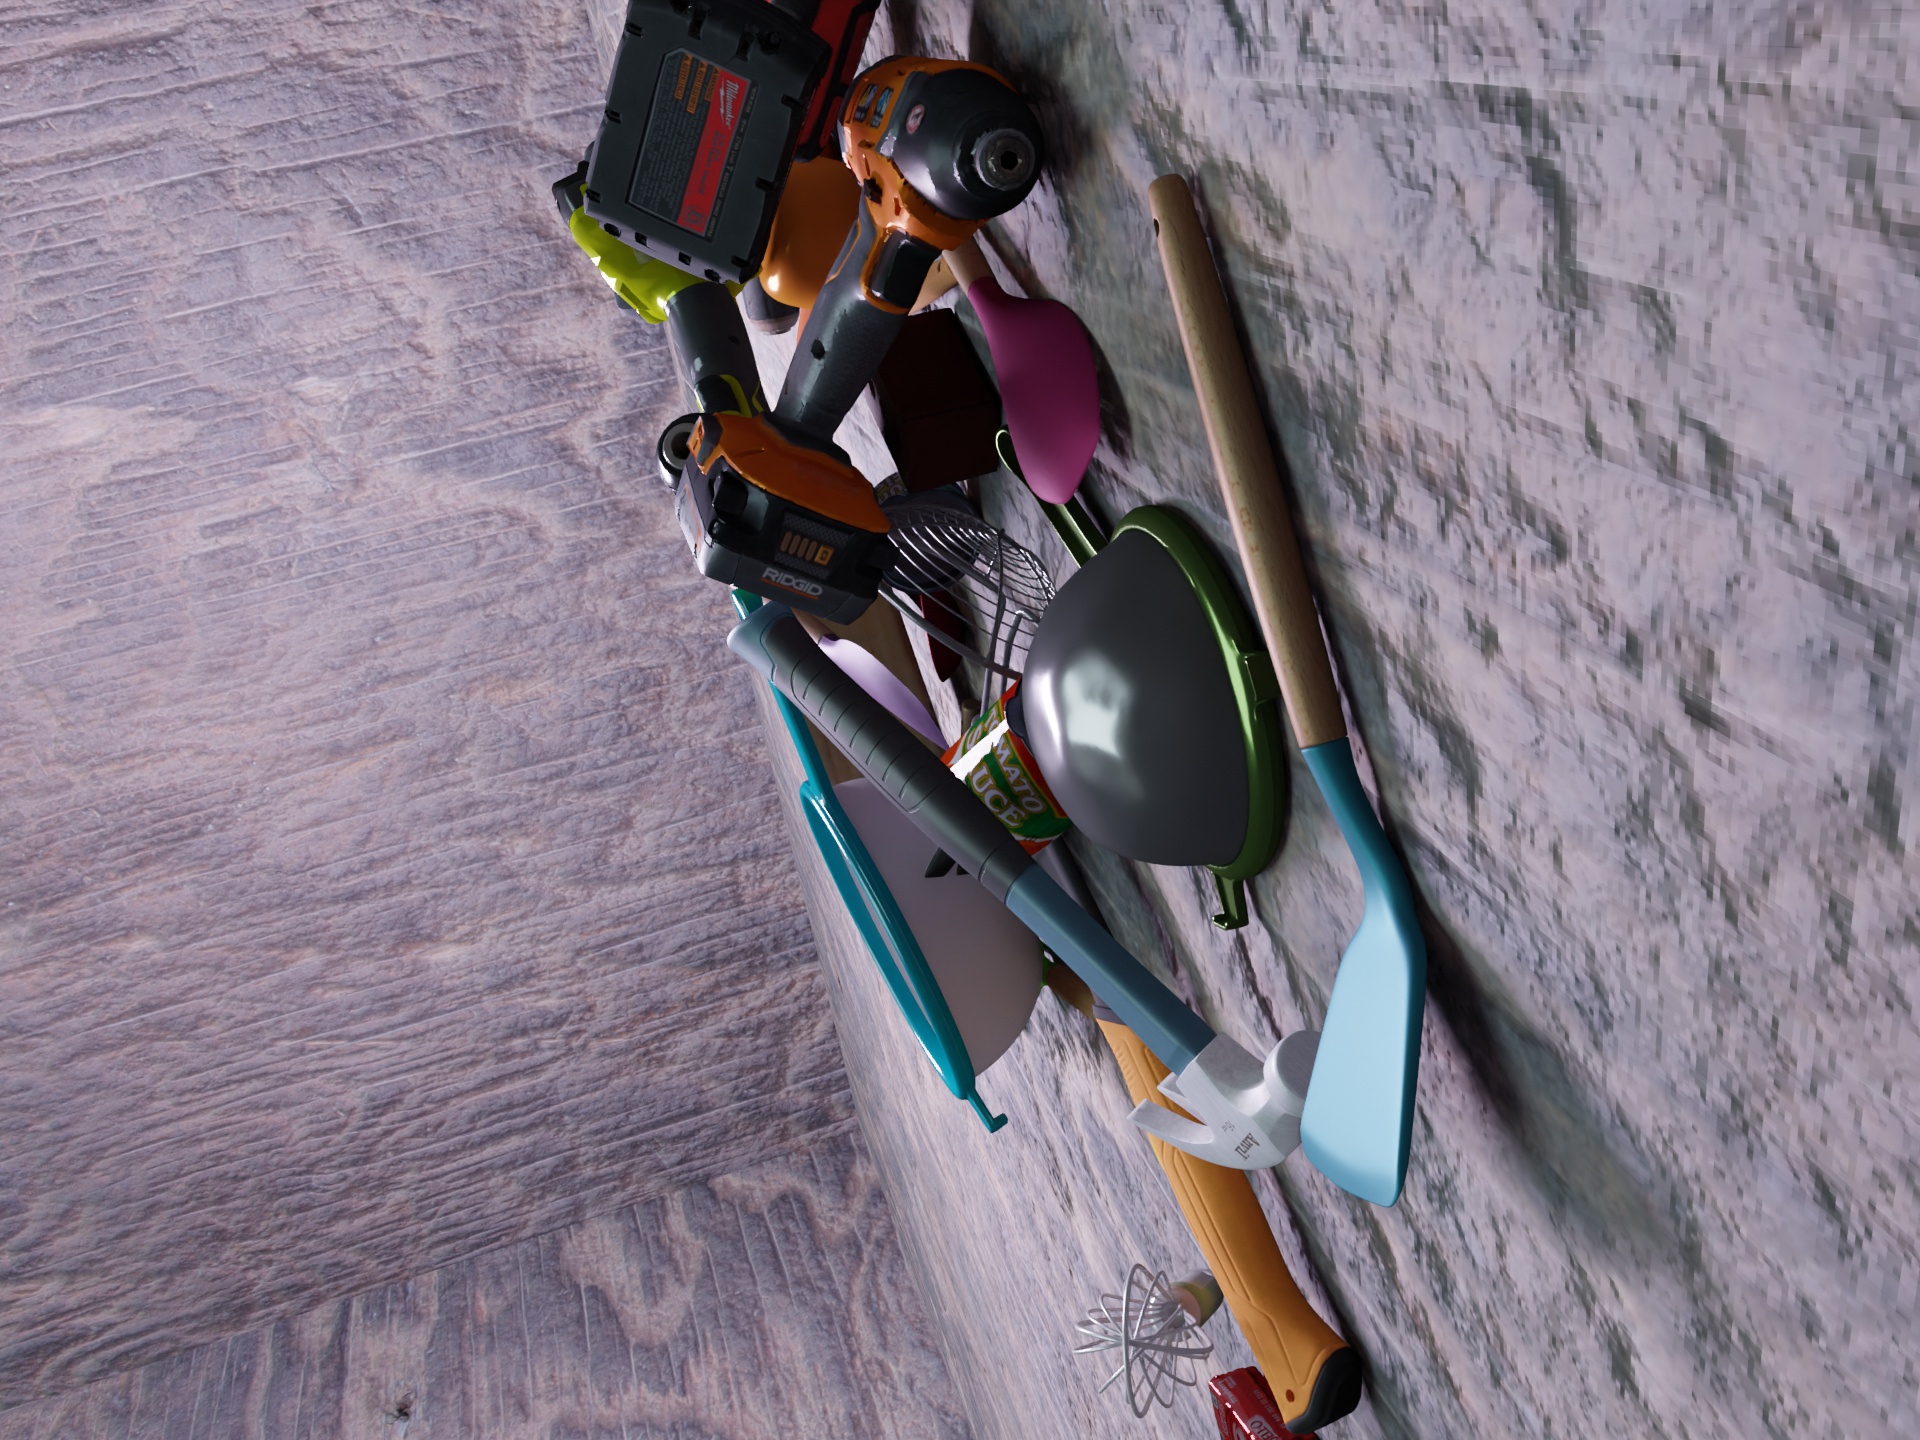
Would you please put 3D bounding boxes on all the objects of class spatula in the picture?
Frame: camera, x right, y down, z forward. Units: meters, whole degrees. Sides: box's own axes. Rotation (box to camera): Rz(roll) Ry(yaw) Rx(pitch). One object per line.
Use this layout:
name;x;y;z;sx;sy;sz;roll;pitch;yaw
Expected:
spatula;0.096;-0.015;0.494;0.082;0.044;0.317;146;109;-82
spatula;-0.049;-0.239;0.918;0.323;0.041;0.081;-156;72;-74
spatula;-0.092;-0.056;0.958;0.316;0.018;0.059;36;162;52

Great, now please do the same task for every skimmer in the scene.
skimmer;-0.001;-0.003;0.881;0.127;0.090;0.363;40;160;16

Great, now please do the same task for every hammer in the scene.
hammer;0.083;0.163;0.743;0.127;0.034;0.337;-53;51;38
hammer;0.017;0.059;0.672;0.331;0.033;0.128;43;153;19

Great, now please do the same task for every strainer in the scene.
strainer;-0.031;0.058;0.928;0.211;0.095;0.340;42;156;63
strainer;0.045;-0.039;0.650;0.151;0.069;0.257;86;162;-48

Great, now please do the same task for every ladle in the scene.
ladle;-0.042;-0.102;1.119;0.316;0.031;0.069;-125;20;-64

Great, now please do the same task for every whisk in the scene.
whisk;0.097;0.274;0.733;0.246;0.058;0.059;42;-135;-70

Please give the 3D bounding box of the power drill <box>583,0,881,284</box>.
power drill;-0.087;-0.302;0.722;0.220;0.078;0.143;-73;9;-51

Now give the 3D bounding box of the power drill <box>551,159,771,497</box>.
power drill;-0.136;-0.190;0.845;0.190;0.080;0.229;31;-143;-76

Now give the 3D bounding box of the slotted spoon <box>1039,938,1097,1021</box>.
slotted spoon;0.066;0.159;0.943;0.314;0.031;0.070;-176;81;-76

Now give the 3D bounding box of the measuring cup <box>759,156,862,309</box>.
measuring cup;-0.074;-0.289;0.894;0.173;0.052;0.095;168;108;-72

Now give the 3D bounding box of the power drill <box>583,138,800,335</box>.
power drill;-0.169;-0.341;1.106;0.226;0.084;0.185;-67;-28;-59

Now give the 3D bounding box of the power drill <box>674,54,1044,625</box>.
power drill;-0.038;-0.160;0.658;0.226;0.084;0.164;-65;24;14

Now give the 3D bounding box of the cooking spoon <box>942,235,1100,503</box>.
cooking spoon;0.002;-0.210;0.727;0.068;0.017;0.319;-65;34;38

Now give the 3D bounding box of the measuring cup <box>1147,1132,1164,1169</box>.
measuring cup;0.121;0.245;0.766;0.062;0.029;0.157;116;139;-74

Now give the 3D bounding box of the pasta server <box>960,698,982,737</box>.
pasta server;0.017;0.111;1.128;0.060;0.040;0.316;-118;20;-48
